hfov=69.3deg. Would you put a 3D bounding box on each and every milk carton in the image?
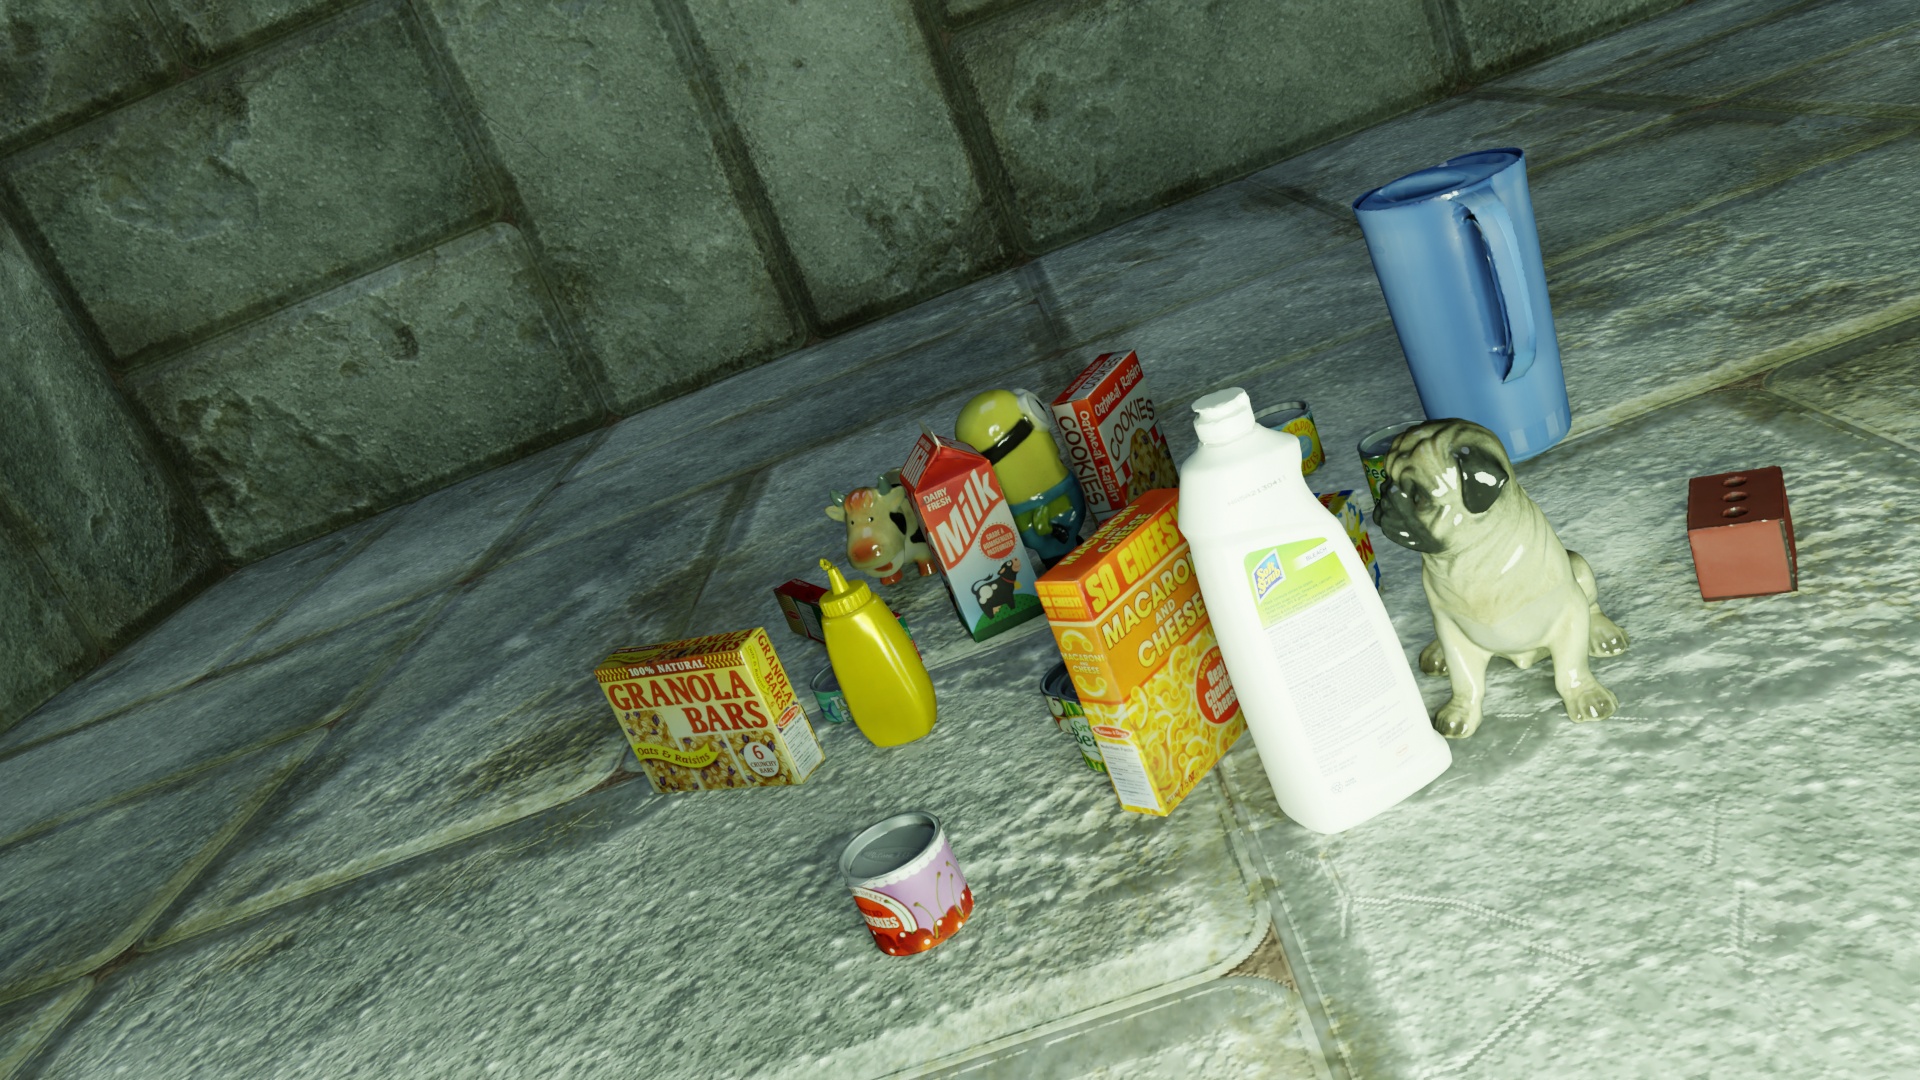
[{"bbox_3d":[0.004,-0.015,1.209,0.073,0.190,0.072,-24,18,-6],"label":"milk carton"}]

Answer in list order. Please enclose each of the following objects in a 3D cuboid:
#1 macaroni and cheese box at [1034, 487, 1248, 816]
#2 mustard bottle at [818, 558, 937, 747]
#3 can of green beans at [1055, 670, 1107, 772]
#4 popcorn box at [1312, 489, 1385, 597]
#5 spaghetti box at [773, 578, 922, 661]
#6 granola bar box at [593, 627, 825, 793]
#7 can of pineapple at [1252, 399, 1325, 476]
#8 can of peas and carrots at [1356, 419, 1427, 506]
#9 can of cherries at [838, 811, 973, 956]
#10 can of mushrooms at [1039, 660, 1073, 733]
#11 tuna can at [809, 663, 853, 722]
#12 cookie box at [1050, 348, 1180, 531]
[{"bbox_3d":[0.121,0.068,0.873,0.040,0.166,0.124,-3,26,47],"label":"macaroni and cheese box"},{"bbox_3d":[-0.071,0.081,1.070,0.065,0.159,0.049,-16,18,18],"label":"mustard bottle"},{"bbox_3d":[0.105,0.114,0.936,0.071,0.057,0.071,-20,18,7],"label":"can of green beans"},{"bbox_3d":[0.249,0.030,0.965,0.038,0.085,0.127,-8,23,38],"label":"popcorn box"},{"bbox_3d":[-0.110,0.078,1.303,0.029,0.050,0.250,-30,20,-23],"label":"spaghetti box"},{"bbox_3d":[-0.202,0.139,1.117,0.165,0.124,0.039,-10,21,34],"label":"granola bar box"},{"bbox_3d":[0.302,-0.092,1.295,0.071,0.057,0.071,-20,18,7],"label":"can of pineapple"},{"bbox_3d":[0.361,-0.057,1.126,0.071,0.058,0.071,-20,18,7],"label":"can of peas and carrots"},{"bbox_3d":[-0.034,0.207,0.832,0.071,0.058,0.072,-20,18,7],"label":"can of cherries"},{"bbox_3d":[0.095,0.108,1.003,0.071,0.033,0.071,-20,18,7],"label":"can of mushrooms"},{"bbox_3d":[-0.091,0.125,1.175,0.071,0.032,0.071,-20,18,7],"label":"tuna can"},{"bbox_3d":[0.145,-0.073,1.247,0.040,0.167,0.123,-11,21,32],"label":"cookie box"}]
